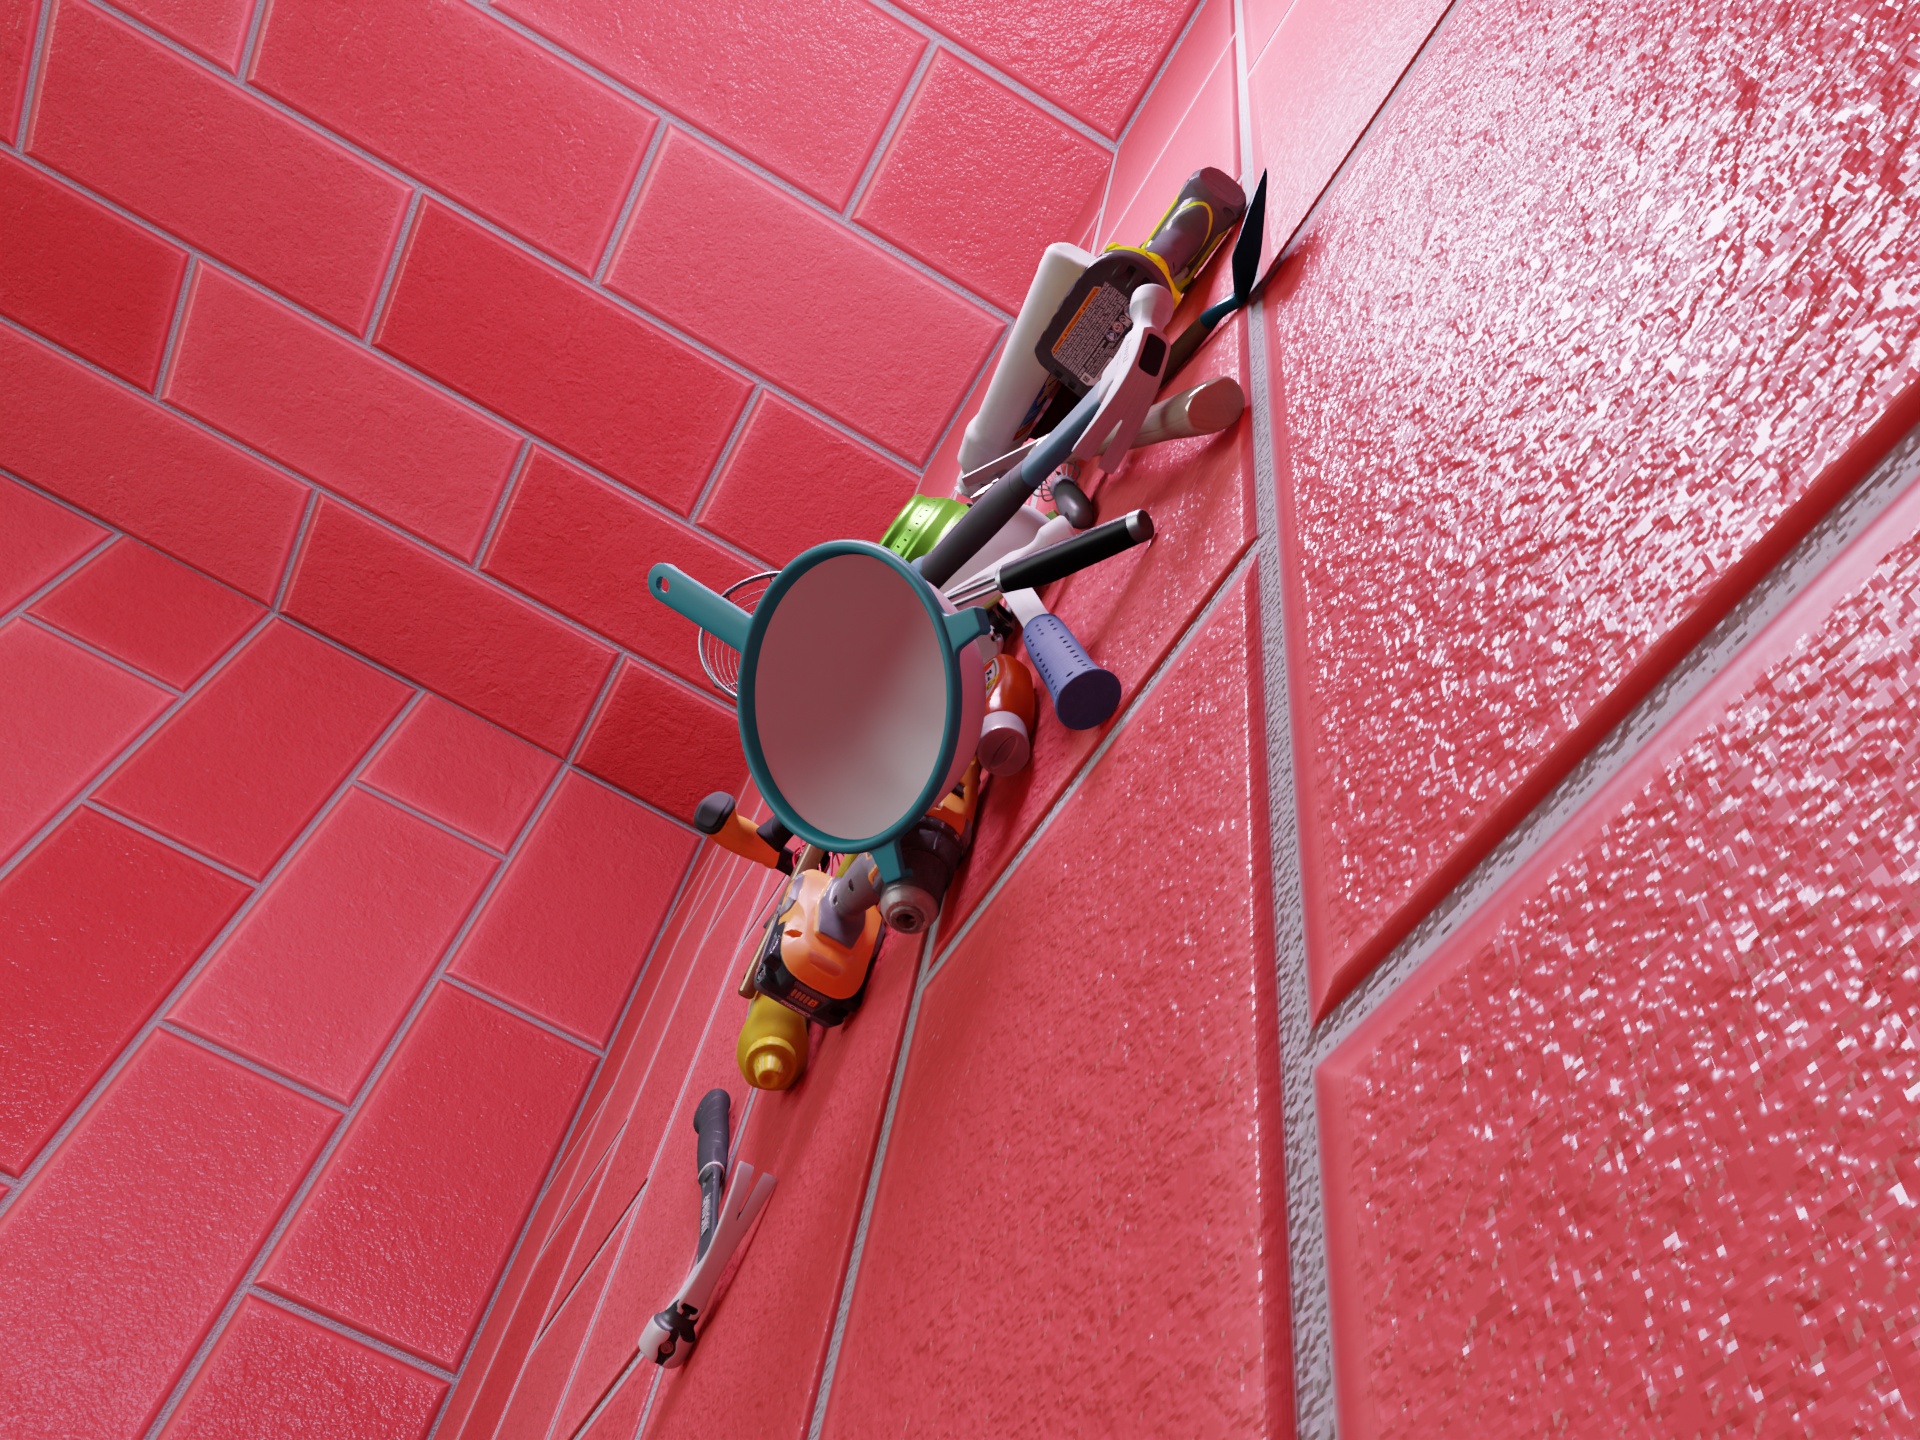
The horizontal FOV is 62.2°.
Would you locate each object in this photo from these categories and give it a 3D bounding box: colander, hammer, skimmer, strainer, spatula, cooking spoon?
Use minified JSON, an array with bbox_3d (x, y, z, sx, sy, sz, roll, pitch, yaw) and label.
[{"bbox_3d":[-0.053,-0.173,1.843,0.204,0.094,0.397,-56,3,-10],"label":"colander"},{"bbox_3d":[-0.208,0.381,1.331,0.149,0.036,0.409,-60,9,-1],"label":"hammer"},{"bbox_3d":[-0.073,0.009,1.464,0.334,0.035,0.146,-43,10,21],"label":"hammer"},{"bbox_3d":[-0.202,0.137,1.606,0.127,0.034,0.336,-64,-16,-10],"label":"hammer"},{"bbox_3d":[0.108,-0.213,1.211,0.146,0.038,0.411,-28,10,-8],"label":"hammer"},{"bbox_3d":[0.051,-0.066,1.141,0.144,0.035,0.406,-33,17,4],"label":"hammer"},{"bbox_3d":[0.046,-0.177,1.176,0.331,0.033,0.128,-40,30,49],"label":"hammer"},{"bbox_3d":[-0.034,-0.097,1.166,0.363,0.090,0.127,-19,54,33],"label":"skimmer"},{"bbox_3d":[-0.096,-0.042,1.136,0.341,0.095,0.211,31,111,39],"label":"strainer"},{"bbox_3d":[-0.023,-0.121,1.439,0.256,0.069,0.151,-35,12,15],"label":"strainer"},{"bbox_3d":[0.178,-0.314,1.270,0.082,0.044,0.317,-69,10,-21],"label":"spatula"},{"bbox_3d":[-0.113,0.089,1.341,0.069,0.017,0.319,-19,42,59],"label":"cooking spoon"}]

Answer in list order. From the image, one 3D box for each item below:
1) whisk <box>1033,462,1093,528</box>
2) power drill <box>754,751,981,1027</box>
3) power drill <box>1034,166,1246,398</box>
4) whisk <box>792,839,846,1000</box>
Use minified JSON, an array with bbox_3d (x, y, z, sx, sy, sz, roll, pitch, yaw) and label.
[{"bbox_3d":[0.091,-0.205,1.426,0.055,0.055,0.239,-59,14,15],"label":"whisk"},{"bbox_3d":[-0.067,0.134,1.177,0.226,0.084,0.185,-50,15,32],"label":"power drill"},{"bbox_3d":[0.157,-0.376,1.396,0.171,0.080,0.223,-51,1,45],"label":"power drill"},{"bbox_3d":[-0.115,0.165,1.399,0.073,0.073,0.296,-58,15,17],"label":"whisk"}]
